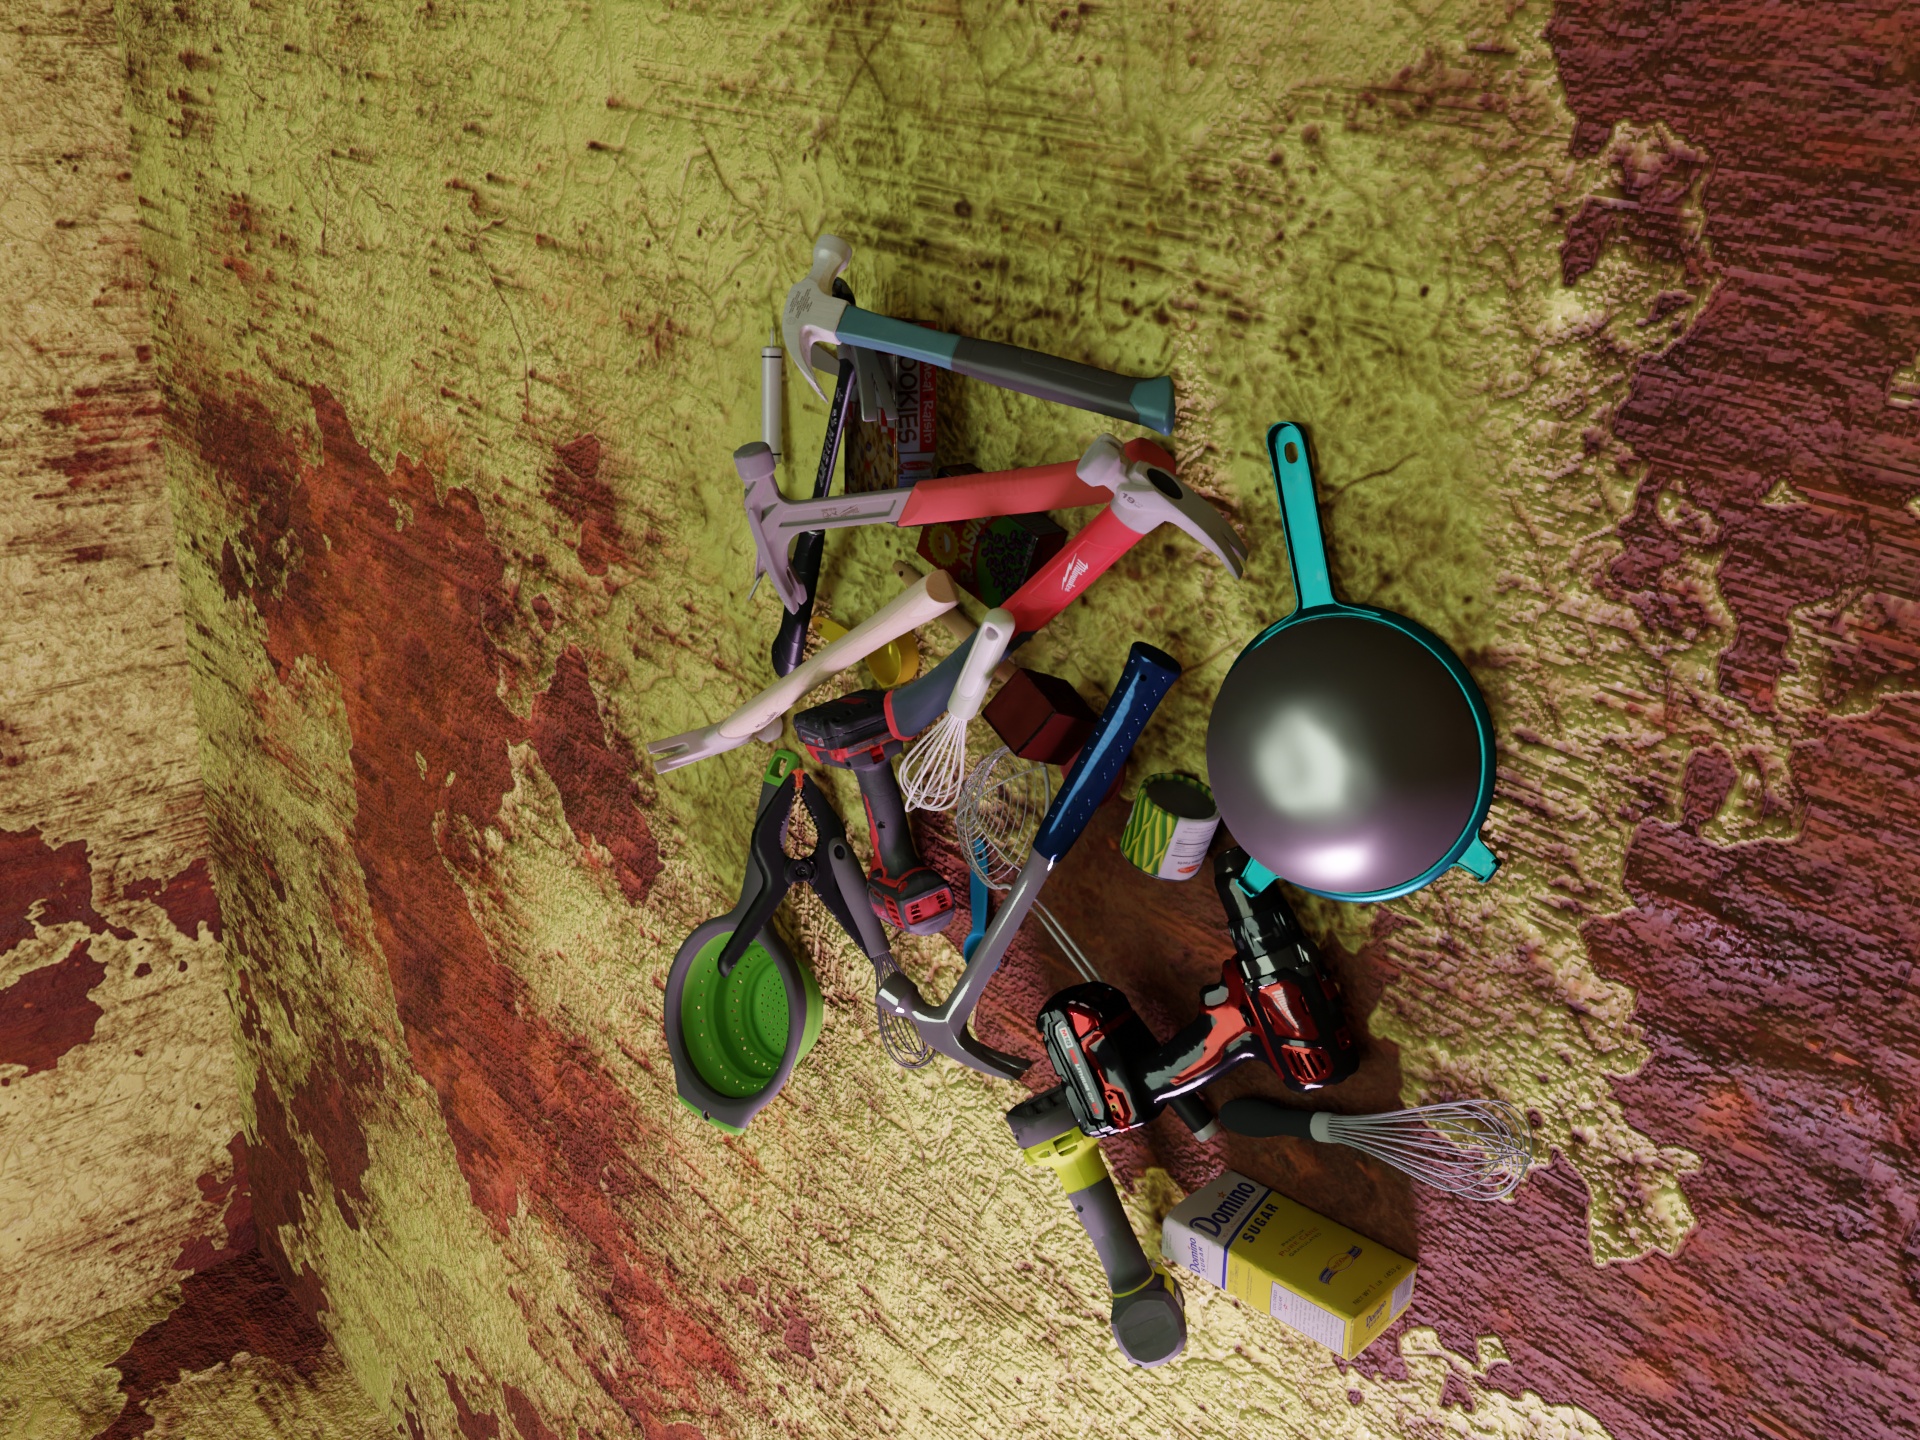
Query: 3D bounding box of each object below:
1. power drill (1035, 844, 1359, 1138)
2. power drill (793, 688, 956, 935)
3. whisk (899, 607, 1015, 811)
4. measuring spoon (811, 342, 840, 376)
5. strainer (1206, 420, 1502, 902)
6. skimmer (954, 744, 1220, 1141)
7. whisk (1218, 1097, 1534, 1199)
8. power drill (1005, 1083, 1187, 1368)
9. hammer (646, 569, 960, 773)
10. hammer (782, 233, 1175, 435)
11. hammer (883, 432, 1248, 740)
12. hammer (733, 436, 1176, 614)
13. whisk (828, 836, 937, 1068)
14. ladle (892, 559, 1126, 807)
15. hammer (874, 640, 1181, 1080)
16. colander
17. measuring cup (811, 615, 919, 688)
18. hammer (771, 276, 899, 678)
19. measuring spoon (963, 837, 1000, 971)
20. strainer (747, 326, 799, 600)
[{"bbox_3d":[0.174,0.213,1.227,0.226,0.080,0.188,-25,84,28],"label":"power drill"},{"bbox_3d":[-0.077,0.087,1.472,0.143,0.078,0.219,8,118,69],"label":"power drill"},{"bbox_3d":[-0.002,-0.004,1.309,0.058,0.059,0.246,36,137,12],"label":"whisk"},{"bbox_3d":[-0.117,-0.325,1.438,0.124,0.018,0.034,37,125,41],"label":"measuring spoon"},{"bbox_3d":[0.234,-0.034,1.078,0.211,0.095,0.340,-9,93,38],"label":"strainer"},{"bbox_3d":[0.116,0.185,1.348,0.363,0.090,0.127,53,137,6],"label":"skimmer"},{"bbox_3d":[0.298,0.304,1.179,0.285,0.070,0.070,-9,97,53],"label":"whisk"},{"bbox_3d":[0.122,0.417,1.344,0.171,0.080,0.223,52,-167,-79],"label":"power drill"},{"bbox_3d":[-0.139,-0.041,1.436,0.410,0.146,0.038,-29,82,50],"label":"hammer"},{"bbox_3d":[0.011,-0.279,1.216,0.331,0.033,0.128,19,79,19],"label":"hammer"},{"bbox_3d":[0.059,-0.072,1.269,0.143,0.038,0.386,35,139,-12],"label":"hammer"},{"bbox_3d":[-0.005,-0.167,1.257,0.359,0.037,0.149,-3,123,24],"label":"hammer"},{"bbox_3d":[-0.081,0.226,1.549,0.055,0.055,0.239,-25,85,48],"label":"whisk"},{"bbox_3d":[0.038,-0.041,1.356,0.316,0.031,0.069,46,120,29],"label":"ladle"},{"bbox_3d":[0.069,0.118,1.279,0.144,0.035,0.405,34,116,15],"label":"hammer"},{"bbox_3d":[-0.195,0.226,1.663,0.205,0.094,0.397,16,97,39],"label":"colander"},{"bbox_3d":[-0.089,-0.076,1.486,0.157,0.029,0.062,27,124,49],"label":"measuring cup"},{"bbox_3d":[-0.126,-0.182,1.422,0.408,0.036,0.149,108,145,-47],"label":"hammer"},{"bbox_3d":[0.024,0.170,1.455,0.042,0.021,0.128,6,98,46],"label":"measuring spoon"},{"bbox_3d":[-0.177,-0.241,1.508,0.087,0.050,0.258,-95,6,-77],"label":"strainer"}]
